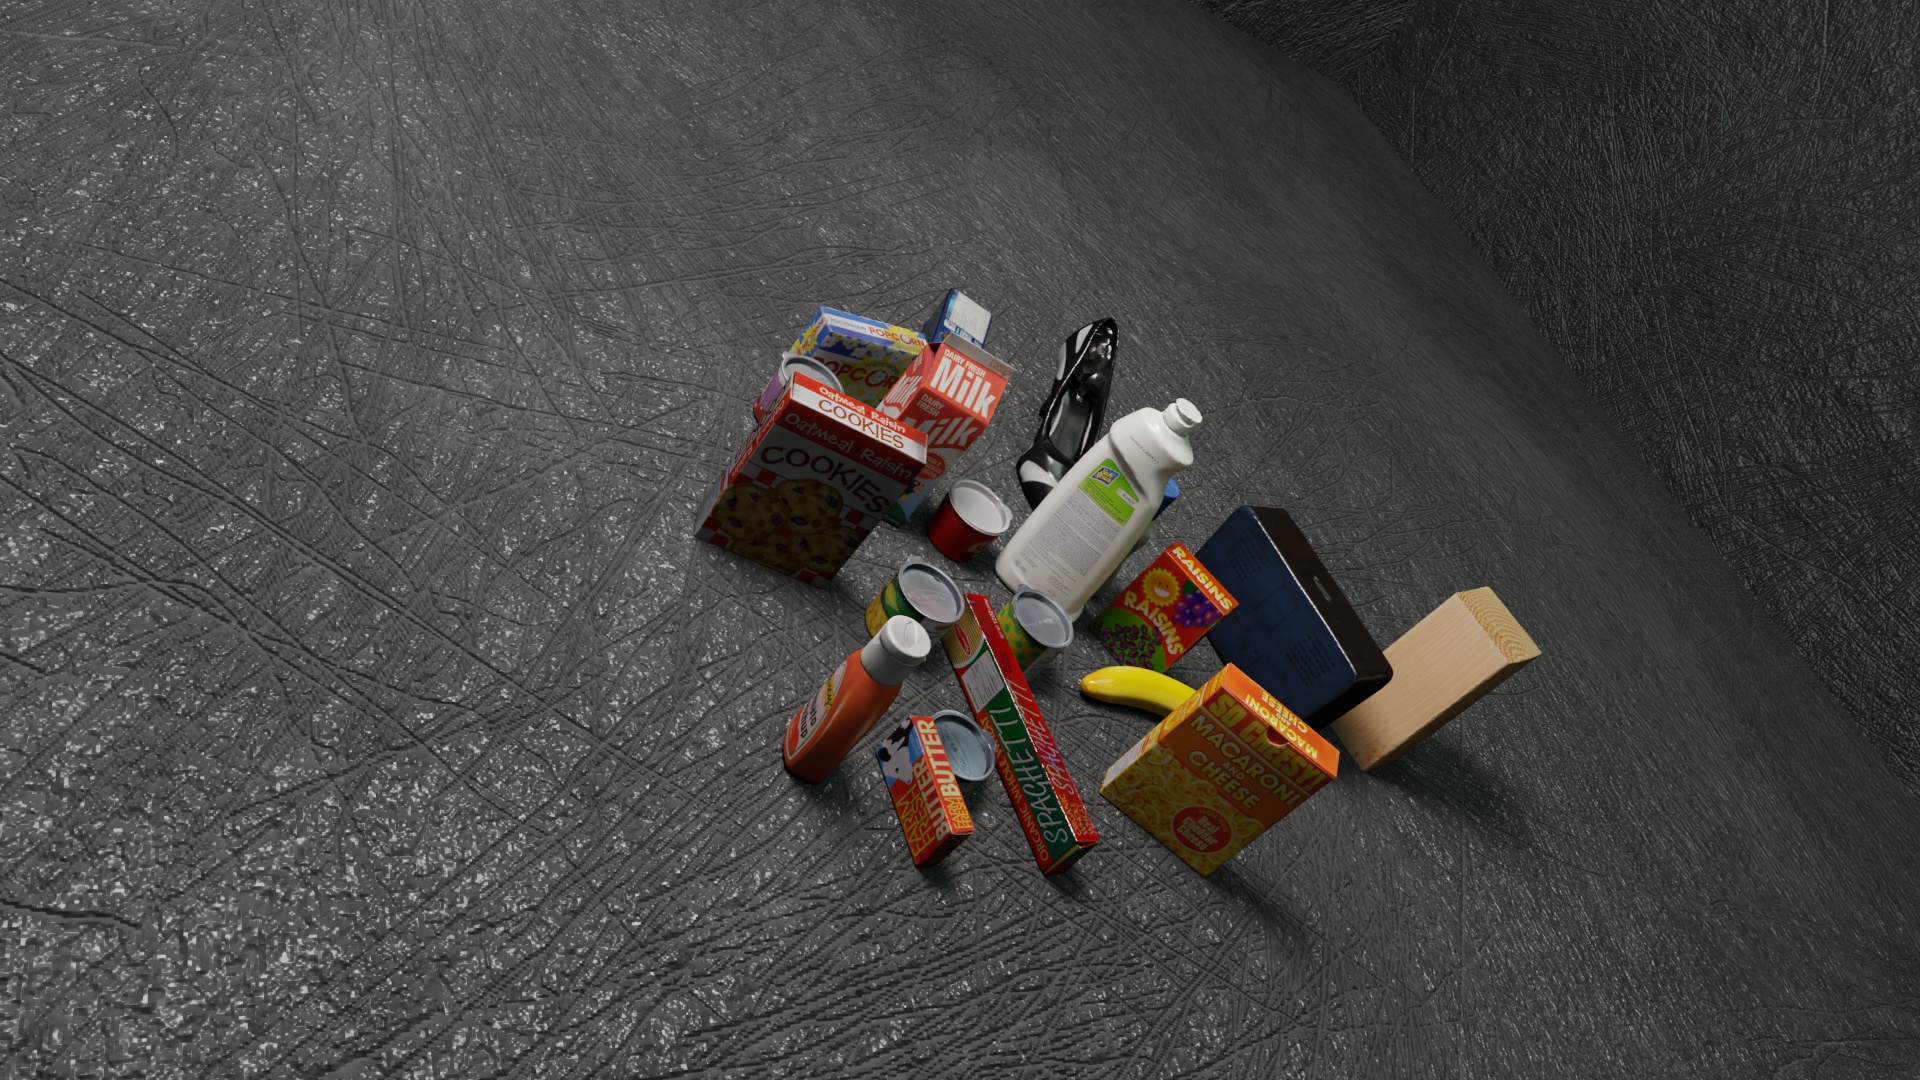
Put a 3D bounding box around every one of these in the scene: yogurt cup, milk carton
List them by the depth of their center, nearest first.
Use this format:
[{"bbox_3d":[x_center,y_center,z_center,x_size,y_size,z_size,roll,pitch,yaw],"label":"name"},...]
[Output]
[{"bbox_3d":[-0.032,-0.107,1.264,0.072,0.189,0.074,28,35,-19],"label":"milk carton"},{"bbox_3d":[0.005,-0.017,1.320,0.072,0.053,0.073,26,36,-21],"label":"yogurt cup"}]

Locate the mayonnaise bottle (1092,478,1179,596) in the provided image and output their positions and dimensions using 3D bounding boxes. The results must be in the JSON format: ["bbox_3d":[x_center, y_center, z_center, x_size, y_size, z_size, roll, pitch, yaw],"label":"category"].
[{"bbox_3d":[0.156,-0.009,1.378,0.065,0.147,0.041,34,34,-12],"label":"mayonnaise bottle"}]

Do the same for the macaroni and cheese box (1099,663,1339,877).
[{"bbox_3d":[0.219,0.199,1.185,0.124,0.165,0.040,39,33,-3],"label":"macaroni and cheese box"}]

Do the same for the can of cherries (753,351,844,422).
[{"bbox_3d":[-0.152,-0.131,1.292,0.071,0.058,0.072,26,36,-21],"label":"can of cherries"}]

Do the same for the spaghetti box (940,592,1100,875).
[{"bbox_3d":[0.044,0.158,1.164,0.029,0.050,0.251,7,46,-41],"label":"spaghetti box"}]

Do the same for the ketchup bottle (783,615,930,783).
[{"bbox_3d":[-0.075,0.113,1.008,0.043,0.148,0.065,29,35,-18],"label":"ketchup bottle"}]

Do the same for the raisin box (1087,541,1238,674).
[{"bbox_3d":[0.195,0.073,1.344,0.086,0.122,0.040,49,34,11],"label":"raisin box"}]

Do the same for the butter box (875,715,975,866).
[{"bbox_3d":[-0.028,0.190,1.054,0.024,0.053,0.104,9,45,-39],"label":"butter box"}]

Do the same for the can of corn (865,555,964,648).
[{"bbox_3d":[-0.041,0.058,1.186,0.071,0.058,0.071,26,36,-21],"label":"can of corn"}]

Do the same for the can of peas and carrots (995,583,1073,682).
[{"bbox_3d":[0.057,0.085,1.252,0.071,0.058,0.071,26,36,-21],"label":"can of peas and carrots"}]

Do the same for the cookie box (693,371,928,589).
[{"bbox_3d":[-0.122,-0.046,1.126,0.123,0.166,0.040,25,37,-23],"label":"cookie box"}]

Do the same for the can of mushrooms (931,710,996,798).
[{"bbox_3d":[-0.006,0.172,1.113,0.071,0.033,0.071,26,36,-21],"label":"can of mushrooms"}]

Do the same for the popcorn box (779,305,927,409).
[{"bbox_3d":[-0.102,-0.177,1.368,0.127,0.085,0.038,9,45,-39],"label":"popcorn box"}]
